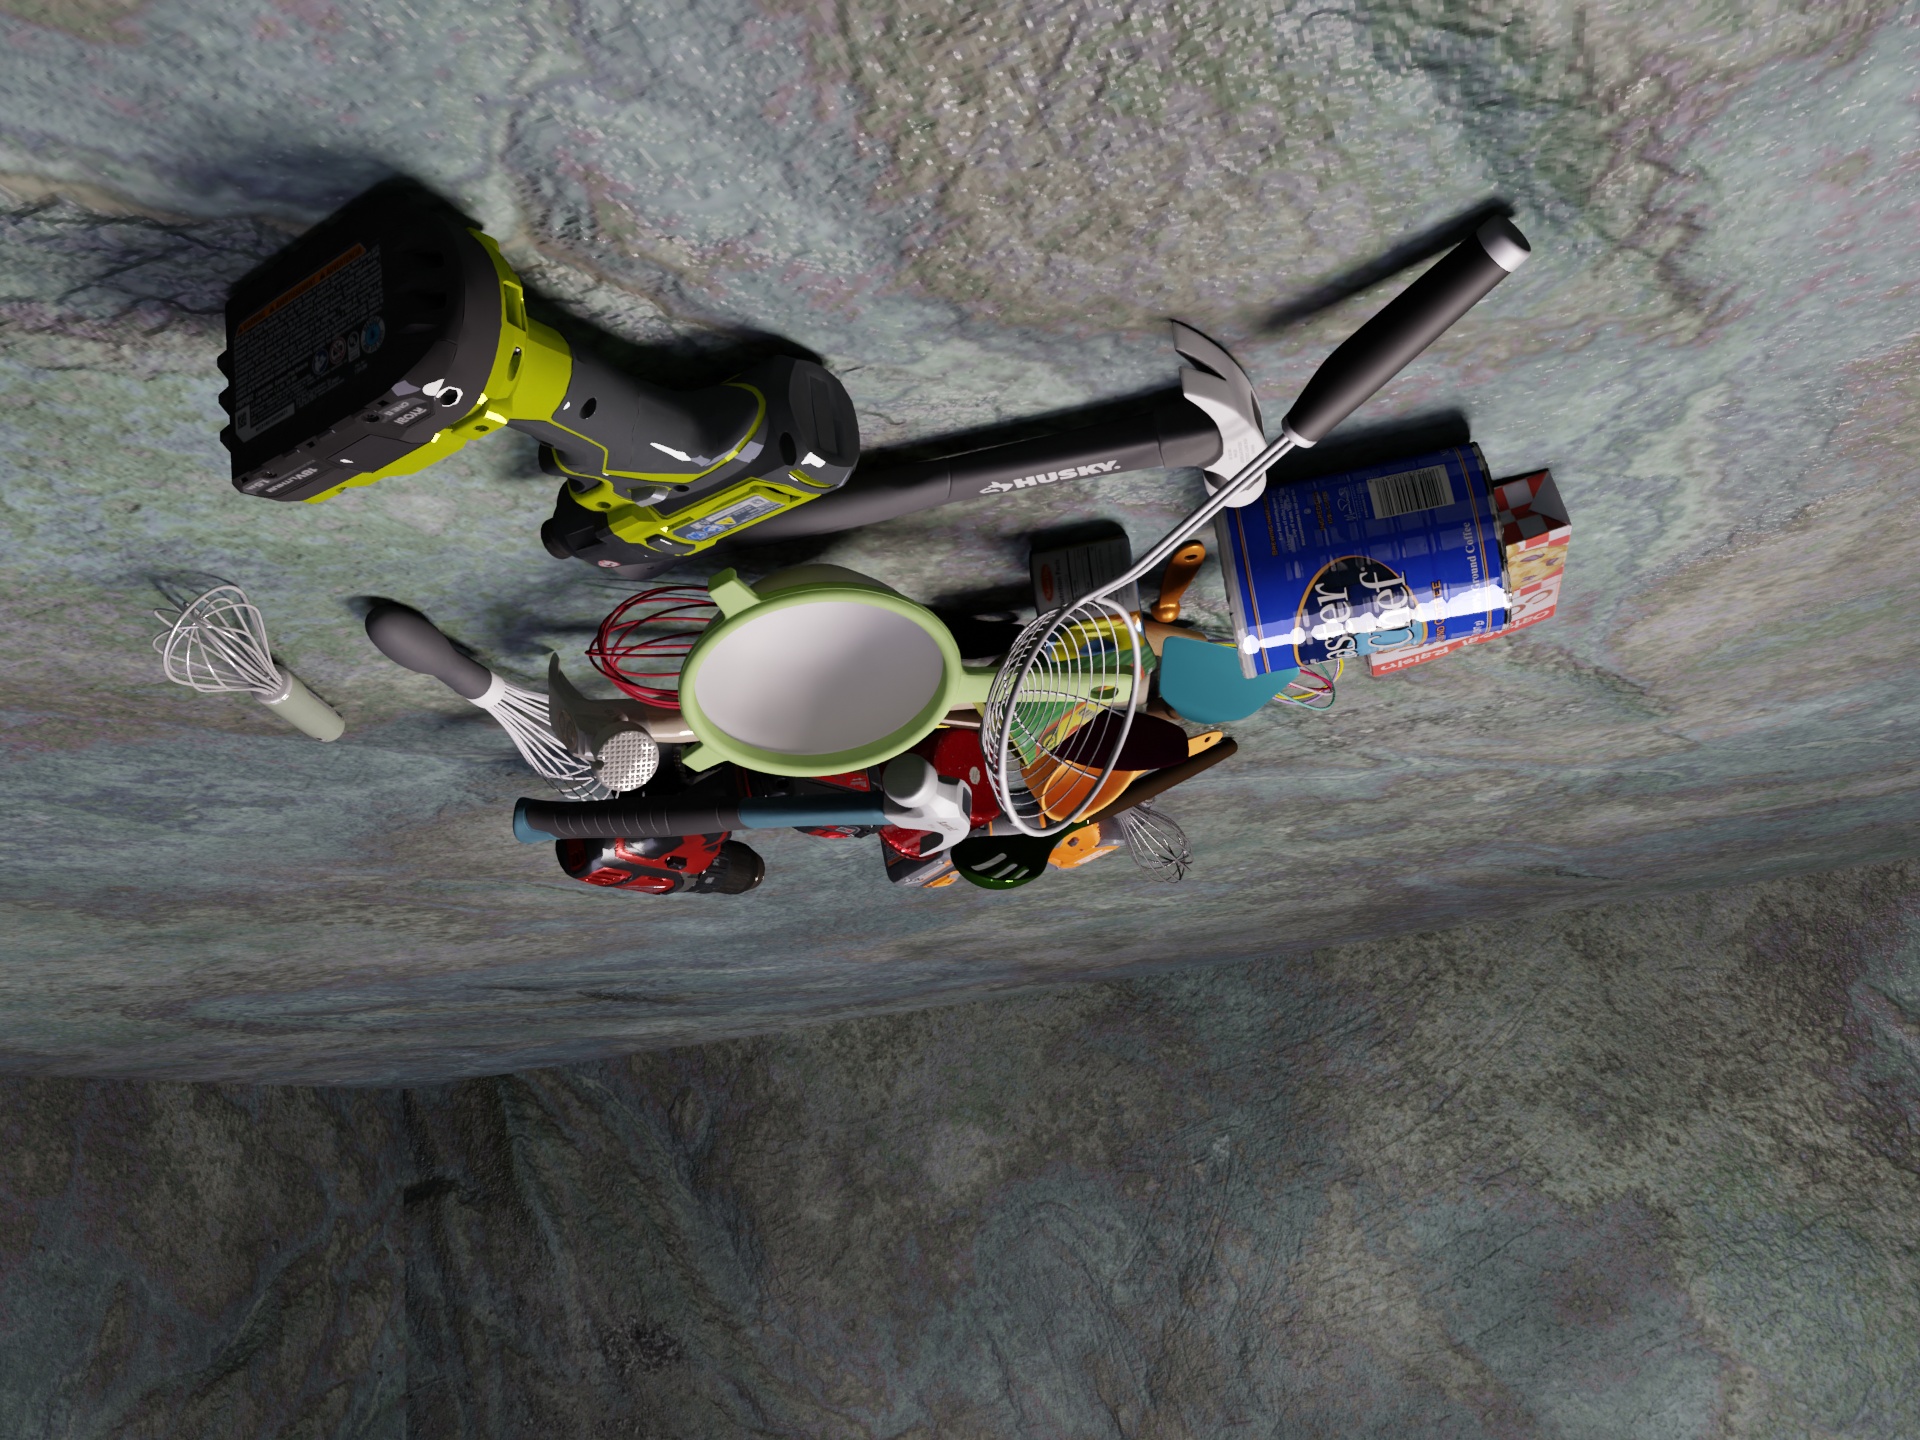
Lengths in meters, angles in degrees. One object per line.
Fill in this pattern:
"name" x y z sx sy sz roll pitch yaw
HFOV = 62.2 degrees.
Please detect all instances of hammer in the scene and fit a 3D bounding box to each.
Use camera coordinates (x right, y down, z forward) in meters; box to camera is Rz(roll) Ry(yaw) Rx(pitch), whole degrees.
"hammer" -0.056 -0.019 1.030 0.410 0.038 0.146 -6 -156 -29
"hammer" -0.020 -0.117 0.779 0.335 0.035 0.146 -10 164 11
"hammer" -0.148 0.059 1.017 0.331 0.033 0.128 -3 161 22

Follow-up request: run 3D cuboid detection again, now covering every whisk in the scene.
"whisk" 0.136 0.076 1.365 0.055 0.055 0.238 -17 139 30
"whisk" 0.177 -0.043 1.093 0.244 0.051 0.047 10 163 -36
"whisk" -0.082 -0.047 0.955 0.295 0.073 0.073 -4 164 -32
"whisk" -0.406 -0.024 0.930 0.058 0.059 0.246 31 166 3
"whisk" -0.283 -0.009 1.002 0.070 0.070 0.284 -11 158 13

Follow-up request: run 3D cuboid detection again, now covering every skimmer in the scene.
"skimmer" 0.132 -0.074 0.740 0.127 0.090 0.363 -19 162 -50

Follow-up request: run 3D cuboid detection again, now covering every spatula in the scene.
"spatula" 0.155 -0.020 1.089 0.082 0.044 0.317 13 179 0

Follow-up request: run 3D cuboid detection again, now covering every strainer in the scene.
"strainer" -0.028 -0.040 0.874 0.256 0.069 0.151 0 140 -17

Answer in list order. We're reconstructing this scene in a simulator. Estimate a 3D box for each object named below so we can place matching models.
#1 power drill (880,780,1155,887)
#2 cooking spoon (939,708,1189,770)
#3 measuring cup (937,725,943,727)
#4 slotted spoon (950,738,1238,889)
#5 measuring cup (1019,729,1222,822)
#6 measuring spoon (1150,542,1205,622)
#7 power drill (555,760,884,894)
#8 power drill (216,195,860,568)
"power drill" 0.059 0.092 1.440 0.226 0.084 0.164 0 160 -32
"cooking spoon" -0.002 -0.003 1.081 0.319 0.069 0.017 7 127 -2
"measuring cup" 0.023 -0.013 1.177 0.062 0.029 0.156 -13 174 26
"slotted spoon" 0.118 0.072 1.294 0.313 0.031 0.070 -23 -142 -34
"measuring cup" 0.125 0.019 1.256 0.173 0.052 0.095 -16 139 -27
"measuring spoon" 0.136 -0.084 0.989 0.021 0.011 0.117 -6 163 -4
"power drill" -0.162 0.075 1.183 0.226 0.080 0.187 -25 154 31
"power drill" -0.173 -0.117 0.651 0.171 0.080 0.223 -17 163 32
